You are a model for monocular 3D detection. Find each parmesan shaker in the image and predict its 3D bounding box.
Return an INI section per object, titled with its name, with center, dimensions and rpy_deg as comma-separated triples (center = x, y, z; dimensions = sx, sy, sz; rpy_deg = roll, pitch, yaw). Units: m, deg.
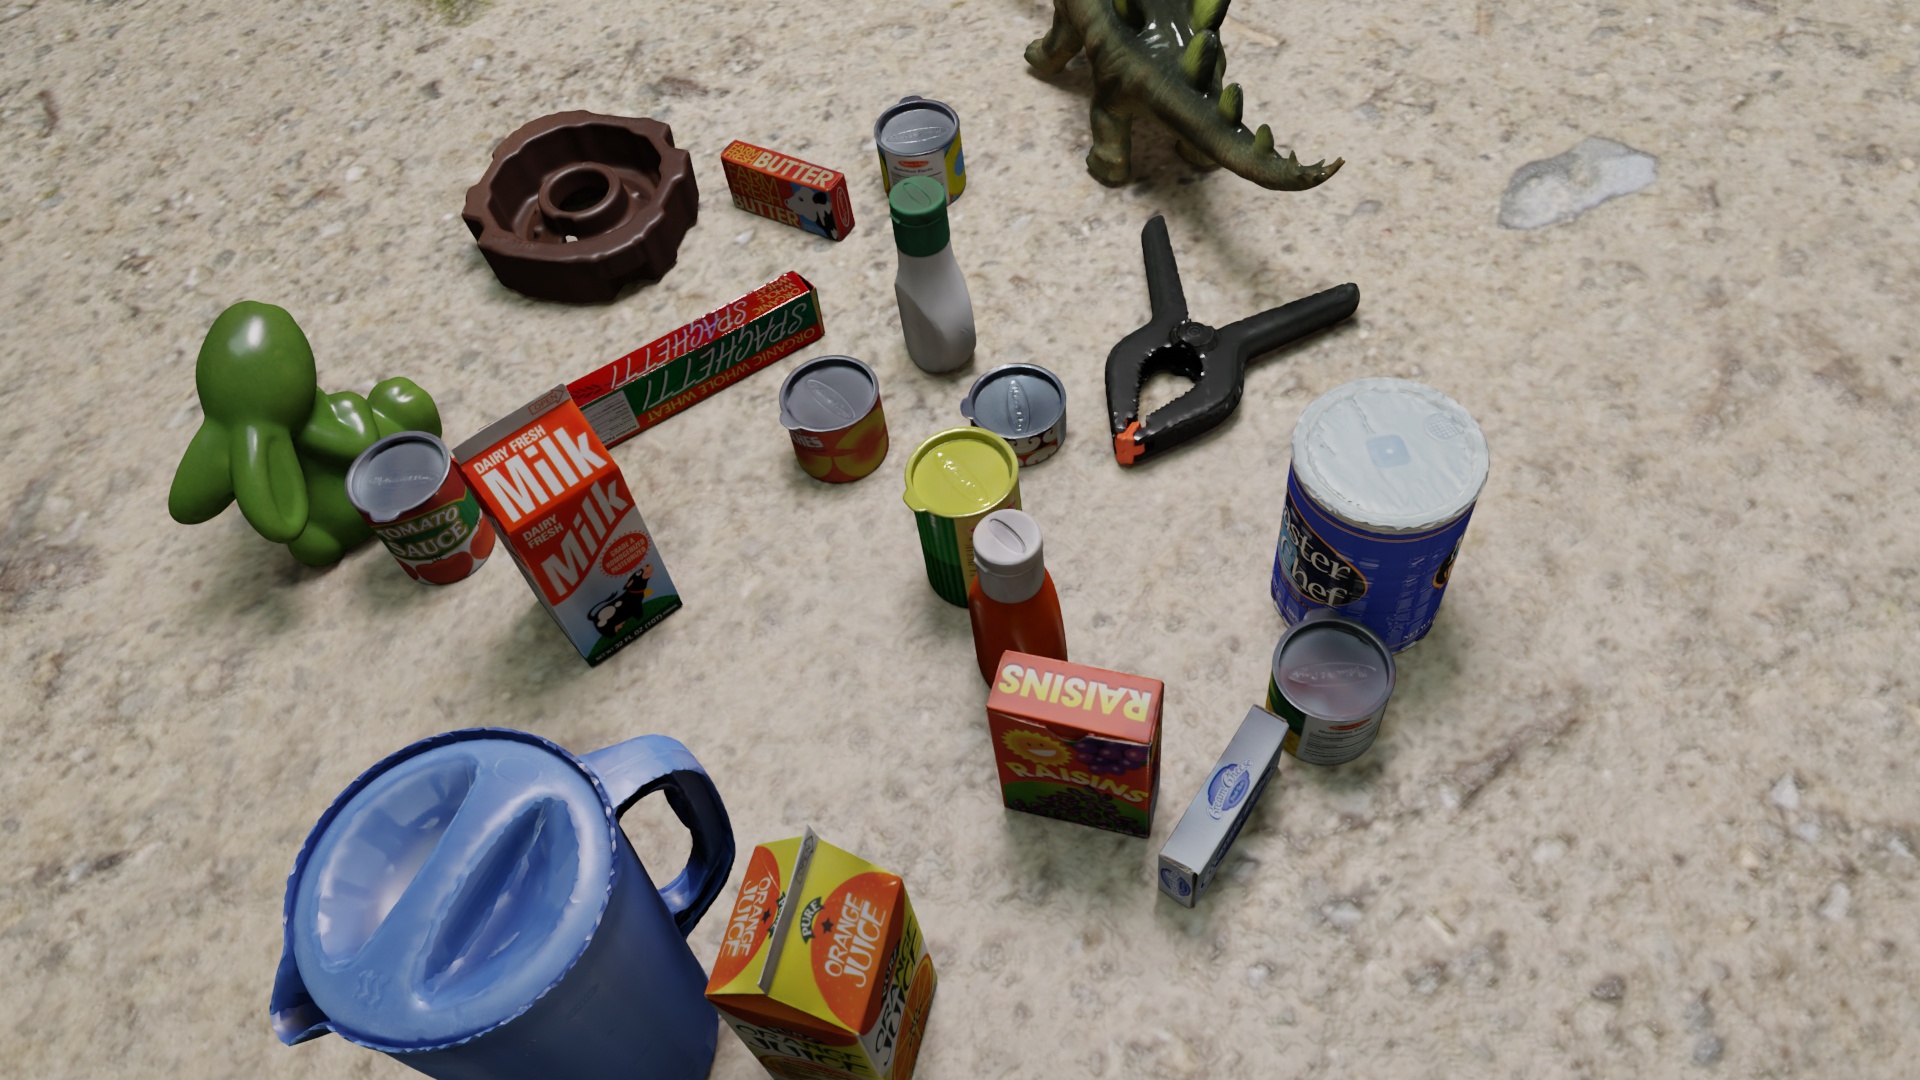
[parmesan shaker]
center = 0.003, -0.011, 0.844
dimensions = 0.071, 0.102, 0.071
rpy_deg = -3, 55, 4

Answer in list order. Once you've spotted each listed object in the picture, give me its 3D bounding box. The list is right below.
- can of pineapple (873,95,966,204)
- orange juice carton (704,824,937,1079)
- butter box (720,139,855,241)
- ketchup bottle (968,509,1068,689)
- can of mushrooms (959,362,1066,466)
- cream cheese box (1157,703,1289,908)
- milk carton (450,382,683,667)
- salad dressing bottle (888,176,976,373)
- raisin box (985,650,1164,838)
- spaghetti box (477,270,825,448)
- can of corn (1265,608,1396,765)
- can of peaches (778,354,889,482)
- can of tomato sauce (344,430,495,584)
[can of pineapple]
center = -0.030, -0.299, 1.075
dimensions = 0.071, 0.057, 0.071
rpy_deg = -3, 55, 4
[orange juice carton]
center = -0.063, 0.202, 0.649
dimensions = 0.073, 0.191, 0.072
rpy_deg = 9, 57, 13
[butter box]
center = -0.133, -0.270, 1.069
dimensions = 0.103, 0.053, 0.024
rpy_deg = 23, 61, 20
[ketchup bottle]
center = 0.031, 0.040, 0.778
dimensions = 0.044, 0.148, 0.065
rpy_deg = -35, 59, -17
[can of mushrooms]
center = 0.036, -0.084, 0.933
dimensions = 0.071, 0.033, 0.071
rpy_deg = -3, 55, 4
[cream cheese box]
center = 0.142, 0.144, 0.751
dimensions = 0.024, 0.053, 0.104
rpy_deg = 27, 63, 23
[milk carton]
center = -0.234, -0.014, 0.819
dimensions = 0.072, 0.189, 0.073
rpy_deg = -36, 59, -17
[salad dressing bottle]
center = -0.021, -0.177, 0.934
dimensions = 0.044, 0.147, 0.064
rpy_deg = -33, 58, -15
[raisin box]
center = 0.063, 0.111, 0.740
dimensions = 0.086, 0.122, 0.040
rpy_deg = 11, 58, 14
[spaghetti box]
center = -0.210, -0.112, 0.970
dimensions = 0.251, 0.050, 0.029
rpy_deg = -30, 58, -14
[can of corn]
center = 0.207, 0.083, 0.783
dimensions = 0.071, 0.058, 0.071
rpy_deg = -3, 55, 4
[can of peaches]
center = -0.085, -0.079, 0.929
dimensions = 0.071, 0.057, 0.071
rpy_deg = -3, 55, 4
[can of tomato sauce]
center = -0.348, -0.018, 0.900
dimensions = 0.071, 0.082, 0.071
rpy_deg = -3, 55, 4
